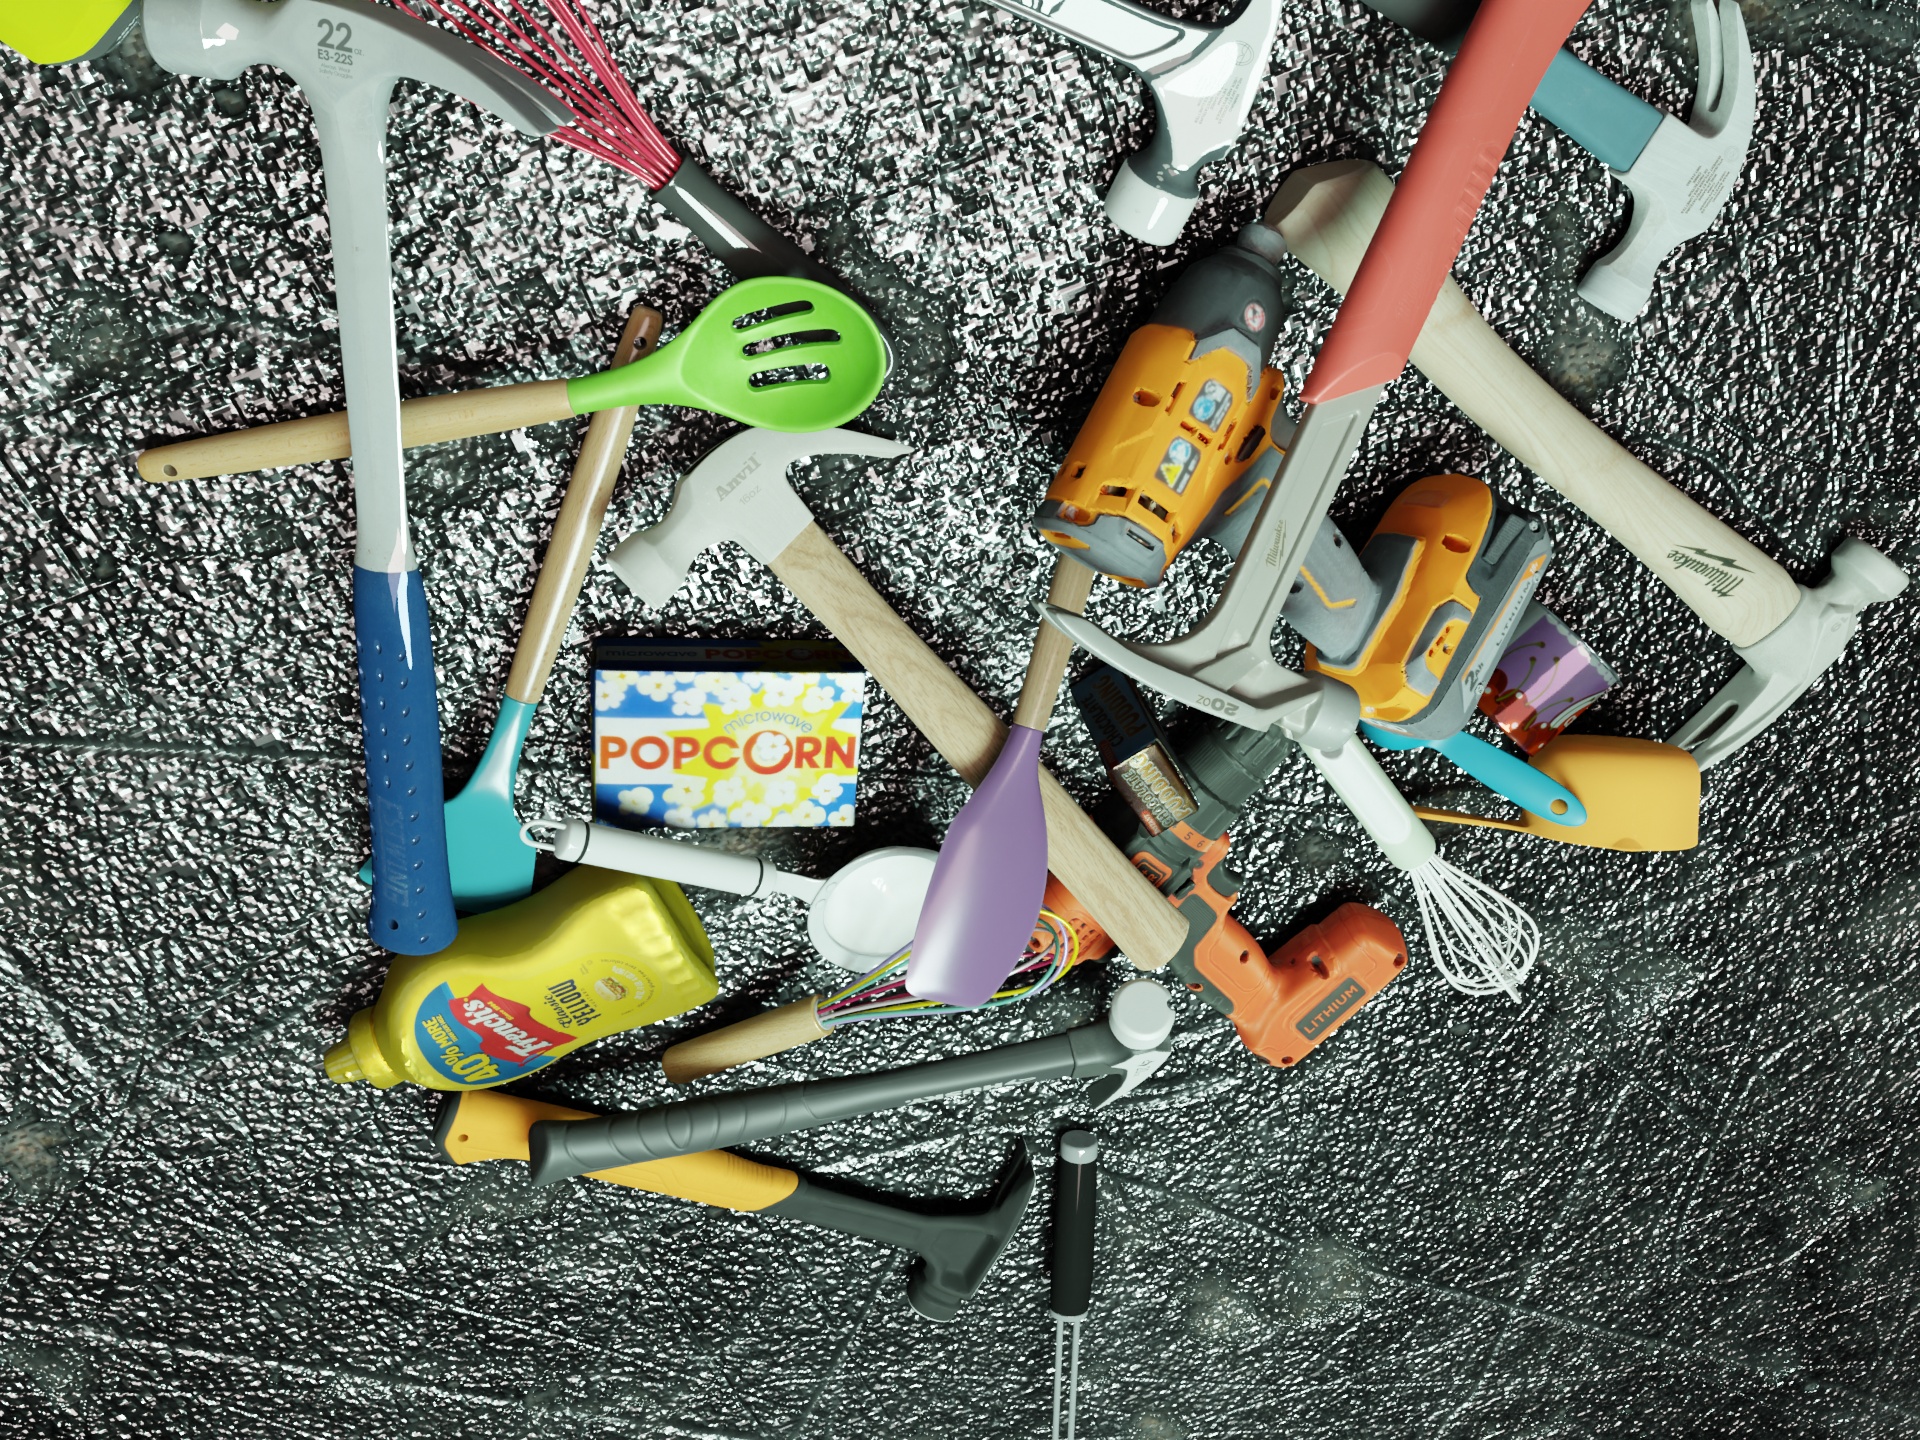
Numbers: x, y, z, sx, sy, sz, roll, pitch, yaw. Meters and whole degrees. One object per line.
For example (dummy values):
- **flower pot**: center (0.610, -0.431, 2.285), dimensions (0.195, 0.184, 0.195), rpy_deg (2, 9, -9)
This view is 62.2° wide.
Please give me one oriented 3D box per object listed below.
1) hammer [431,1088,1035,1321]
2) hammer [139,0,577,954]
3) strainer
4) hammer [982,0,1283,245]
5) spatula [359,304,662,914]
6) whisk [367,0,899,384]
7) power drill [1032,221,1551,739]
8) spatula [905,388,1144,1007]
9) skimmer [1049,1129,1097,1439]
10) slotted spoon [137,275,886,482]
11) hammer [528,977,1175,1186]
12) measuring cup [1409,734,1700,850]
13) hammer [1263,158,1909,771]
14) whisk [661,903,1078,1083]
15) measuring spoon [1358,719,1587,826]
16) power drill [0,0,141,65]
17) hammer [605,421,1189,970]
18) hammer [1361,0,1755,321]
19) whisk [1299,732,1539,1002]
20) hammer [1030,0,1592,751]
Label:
- **hammer**: center (-0.123, 0.253, 0.889), dimensions (0.336, 0.034, 0.127), rpy_deg (20, 112, -21)
- **hammer**: center (-0.227, -0.071, 0.639), dimensions (0.144, 0.035, 0.405), rpy_deg (11, 121, 5)
- **strainer**: center (-0.091, 0.075, 0.772), dimensions (0.258, 0.050, 0.087), rpy_deg (16, 121, -34)
- **hammer**: center (-0.065, -0.315, 0.585), dimensions (0.408, 0.036, 0.149), rpy_deg (17, 128, -17)
- **spatula**: center (-0.194, -0.039, 0.725), dimensions (0.082, 0.044, 0.317), rpy_deg (18, 108, -19)
- **whisk**: center (-0.130, -0.226, 0.621), dimensions (0.073, 0.073, 0.295), rpy_deg (-45, 124, 13)
- **power drill**: center (0.158, -0.104, 0.715), dimensions (0.226, 0.084, 0.164), rpy_deg (29, 88, -26)
- **spatula**: center (0.040, -0.021, 0.724), dimensions (0.059, 0.018, 0.316), rpy_deg (15, 92, -25)
- **skimmer**: center (0.059, 0.409, 1.015), dimensions (0.127, 0.090, 0.363), rpy_deg (-1, 108, -9)
- **slotted spoon**: center (-0.186, -0.131, 0.656), dimensions (0.314, 0.031, 0.070), rpy_deg (-9, 128, 2)
- **hammer**: center (-0.058, 0.197, 0.830), dimensions (0.334, 0.035, 0.146), rpy_deg (-10, 155, -5)
- **measuring cup**: center (0.302, 0.032, 0.847), dimensions (0.173, 0.095, 0.052), rpy_deg (6, 97, 9)
- **hammer**: center (0.294, -0.121, 0.777), dimensions (0.410, 0.038, 0.146), rpy_deg (32, 109, -24)
- **whisk**: center (-0.050, 0.147, 0.810), dimensions (0.245, 0.051, 0.047), rpy_deg (-23, 147, 22)
- **measuring spoon**: center (0.260, 0.019, 0.811), dimensions (0.129, 0.021, 0.042), rpy_deg (32, 109, 14)
- **power drill**: center (-0.290, -0.251, 0.473), dimensions (0.080, 0.223, 0.171), rpy_deg (39, 104, -26)
- **hammer**: center (-0.001, -0.002, 0.737), dimensions (0.130, 0.031, 0.331), rpy_deg (-47, 111, -11)
- **hammer**: center (0.202, -0.297, 0.664), dimensions (0.330, 0.033, 0.128), rpy_deg (23, 112, -22)
- **whisk**: center (0.242, 0.074, 0.836), dimensions (0.058, 0.059, 0.246), rpy_deg (-34, 124, 16)
- **hammer**: center (0.163, -0.171, 0.633), dimensions (0.149, 0.037, 0.359), rpy_deg (22, 96, -22)
